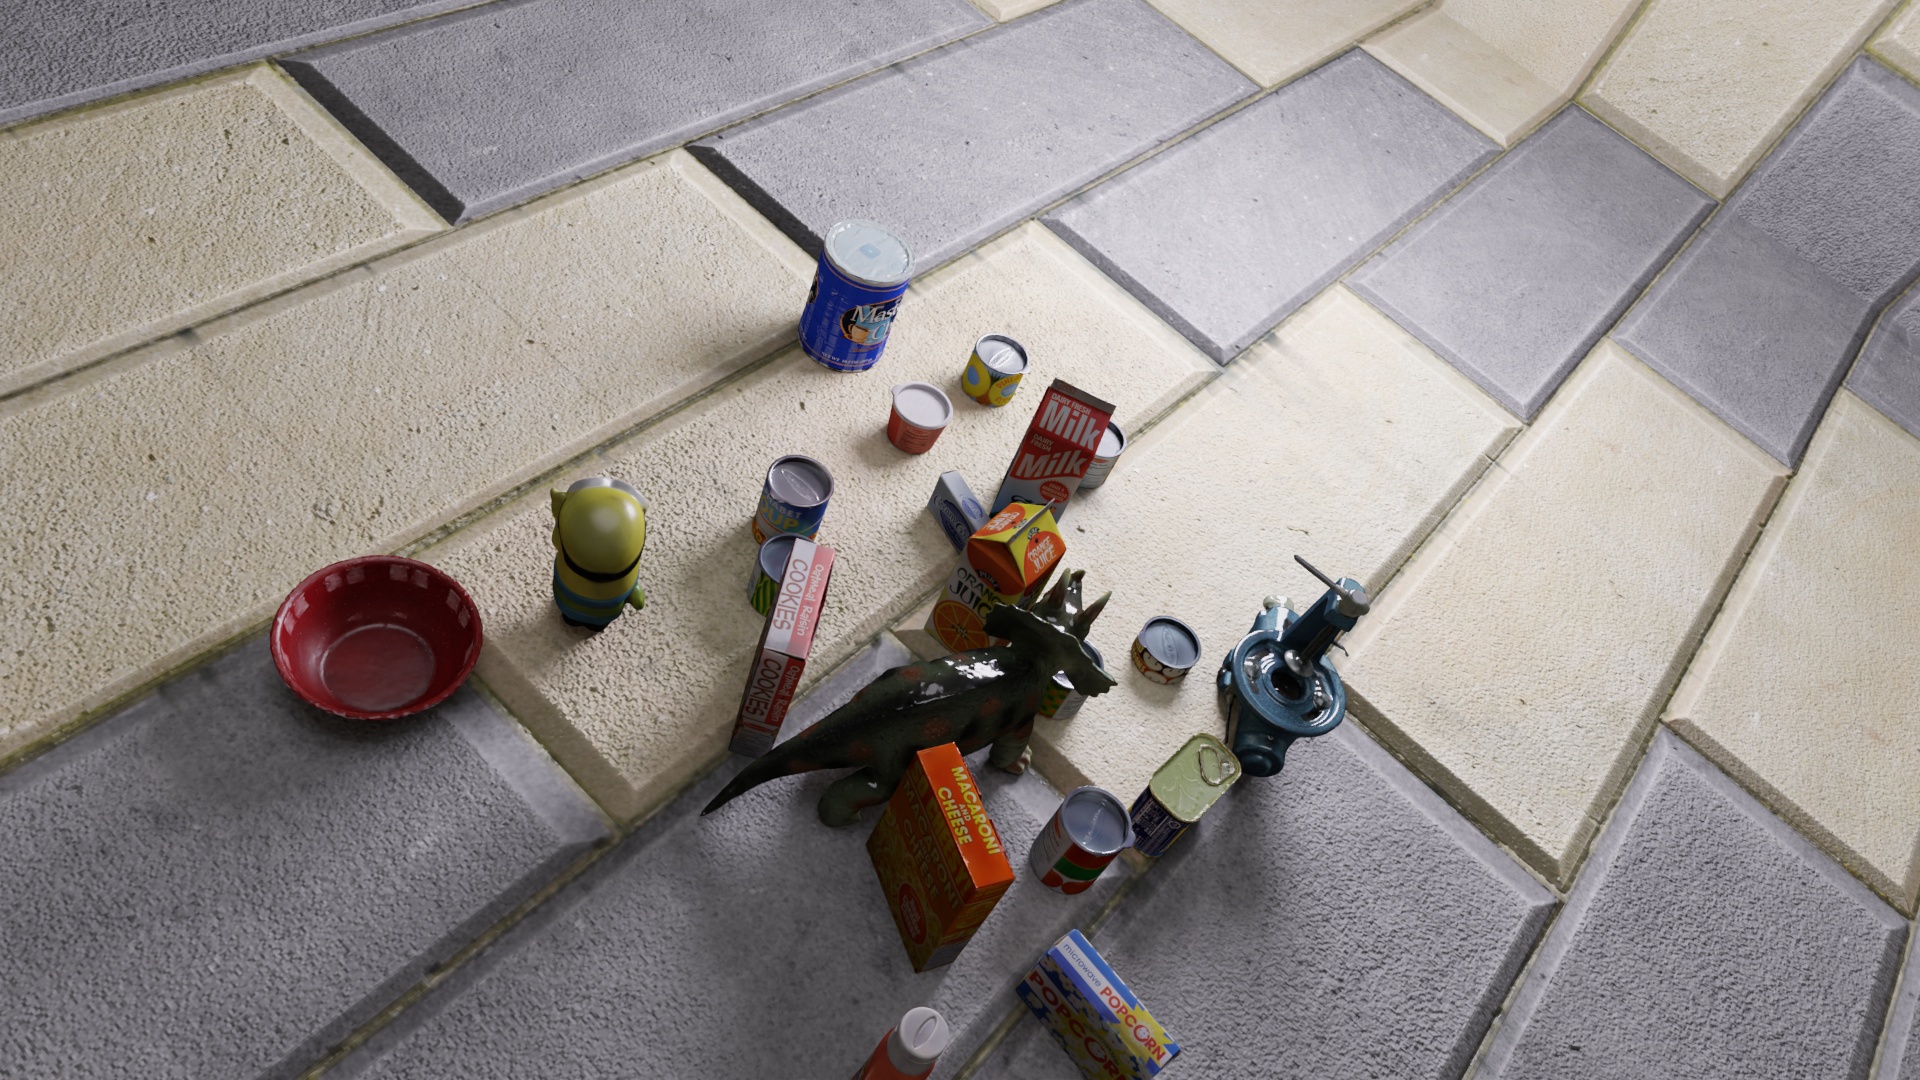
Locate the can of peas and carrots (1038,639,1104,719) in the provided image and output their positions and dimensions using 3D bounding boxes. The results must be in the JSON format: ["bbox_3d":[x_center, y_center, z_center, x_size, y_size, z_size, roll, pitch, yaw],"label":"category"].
[{"bbox_3d":[0.098,0.131,1.361,0.071,0.058,0.071,11,49,-13],"label":"can of peas and carrots"}]

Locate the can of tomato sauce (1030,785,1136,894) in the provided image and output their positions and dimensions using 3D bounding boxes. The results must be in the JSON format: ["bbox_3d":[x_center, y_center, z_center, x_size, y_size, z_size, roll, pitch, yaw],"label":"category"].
[{"bbox_3d":[0.108,0.268,1.234,0.071,0.082,0.071,11,49,-13],"label":"can of tomato sauce"}]

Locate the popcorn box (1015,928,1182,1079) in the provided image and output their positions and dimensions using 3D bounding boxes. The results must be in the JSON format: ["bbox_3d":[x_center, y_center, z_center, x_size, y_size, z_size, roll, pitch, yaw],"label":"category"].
[{"bbox_3d":[0.110,0.389,1.132,0.038,0.084,0.127,-29,67,-37],"label":"popcorn box"}]

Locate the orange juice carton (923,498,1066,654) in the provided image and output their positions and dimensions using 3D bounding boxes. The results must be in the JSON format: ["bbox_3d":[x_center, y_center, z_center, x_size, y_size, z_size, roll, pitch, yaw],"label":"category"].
[{"bbox_3d":[0.038,0.036,1.325,0.073,0.191,0.072,40,49,13],"label":"orange juice carton"}]

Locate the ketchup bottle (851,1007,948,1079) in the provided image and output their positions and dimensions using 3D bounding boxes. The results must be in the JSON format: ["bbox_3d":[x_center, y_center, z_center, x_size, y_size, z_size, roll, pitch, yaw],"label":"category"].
[{"bbox_3d":[-0.046,0.389,1.025,0.043,0.148,0.065,36,48,9],"label":"ketchup bottle"}]

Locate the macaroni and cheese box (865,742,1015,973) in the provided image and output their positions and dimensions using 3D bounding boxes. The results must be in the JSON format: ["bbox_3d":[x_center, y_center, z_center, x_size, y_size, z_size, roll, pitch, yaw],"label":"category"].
[{"bbox_3d":[-0.020,0.260,1.132,0.040,0.165,0.124,-9,56,-28],"label":"macaroni and cheese box"}]

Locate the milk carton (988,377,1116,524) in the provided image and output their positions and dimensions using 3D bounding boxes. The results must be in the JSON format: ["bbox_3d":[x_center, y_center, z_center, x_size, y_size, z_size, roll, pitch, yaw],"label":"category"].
[{"bbox_3d":[0.098,-0.091,1.456,0.072,0.189,0.074,24,47,-2],"label":"milk carton"}]

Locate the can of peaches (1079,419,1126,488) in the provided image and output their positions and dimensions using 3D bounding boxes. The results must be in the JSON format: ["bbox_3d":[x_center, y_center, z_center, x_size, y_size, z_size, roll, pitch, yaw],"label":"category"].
[{"bbox_3d":[0.147,-0.103,1.577,0.071,0.057,0.071,11,49,-13],"label":"can of peaches"}]

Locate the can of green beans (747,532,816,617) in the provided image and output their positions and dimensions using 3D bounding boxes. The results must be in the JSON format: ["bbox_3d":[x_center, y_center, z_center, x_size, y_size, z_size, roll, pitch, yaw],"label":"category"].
[{"bbox_3d":[-0.167,0.036,1.332,0.071,0.057,0.071,11,49,-13],"label":"can of green beans"}]

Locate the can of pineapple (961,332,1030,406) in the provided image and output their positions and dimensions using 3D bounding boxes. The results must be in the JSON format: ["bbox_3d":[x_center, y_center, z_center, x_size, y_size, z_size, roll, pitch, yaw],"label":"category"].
[{"bbox_3d":[0.041,-0.196,1.611,0.071,0.057,0.071,11,49,-13],"label":"can of pineapple"}]

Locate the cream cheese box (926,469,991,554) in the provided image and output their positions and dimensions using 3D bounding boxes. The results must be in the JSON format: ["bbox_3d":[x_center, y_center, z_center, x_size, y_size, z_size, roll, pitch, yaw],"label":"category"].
[{"bbox_3d":[0.005,-0.018,1.451,0.024,0.053,0.104,-17,60,-32],"label":"cream cheese box"}]

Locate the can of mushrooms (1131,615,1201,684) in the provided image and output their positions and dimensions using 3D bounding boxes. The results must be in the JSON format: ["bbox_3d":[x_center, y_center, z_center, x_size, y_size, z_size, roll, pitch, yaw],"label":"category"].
[{"bbox_3d":[0.211,0.113,1.439,0.071,0.033,0.071,11,49,-13],"label":"can of mushrooms"}]

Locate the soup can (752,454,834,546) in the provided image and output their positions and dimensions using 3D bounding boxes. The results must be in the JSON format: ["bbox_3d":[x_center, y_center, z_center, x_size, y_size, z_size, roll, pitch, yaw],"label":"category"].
[{"bbox_3d":[-0.168,-0.032,1.371,0.071,0.083,0.072,11,49,-13],"label":"soup can"}]

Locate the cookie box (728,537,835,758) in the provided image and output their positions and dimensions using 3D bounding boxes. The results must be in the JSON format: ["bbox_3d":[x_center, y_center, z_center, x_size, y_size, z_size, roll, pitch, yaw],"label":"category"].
[{"bbox_3d":[-0.156,0.097,1.212,0.040,0.166,0.123,17,48,-8],"label":"cookie box"}]

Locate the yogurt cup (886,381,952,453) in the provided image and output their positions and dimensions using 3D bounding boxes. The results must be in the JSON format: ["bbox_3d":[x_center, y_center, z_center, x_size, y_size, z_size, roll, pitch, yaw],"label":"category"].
[{"bbox_3d":[-0.048,-0.132,1.523,0.072,0.053,0.073,11,49,-13],"label":"yogurt cup"}]
